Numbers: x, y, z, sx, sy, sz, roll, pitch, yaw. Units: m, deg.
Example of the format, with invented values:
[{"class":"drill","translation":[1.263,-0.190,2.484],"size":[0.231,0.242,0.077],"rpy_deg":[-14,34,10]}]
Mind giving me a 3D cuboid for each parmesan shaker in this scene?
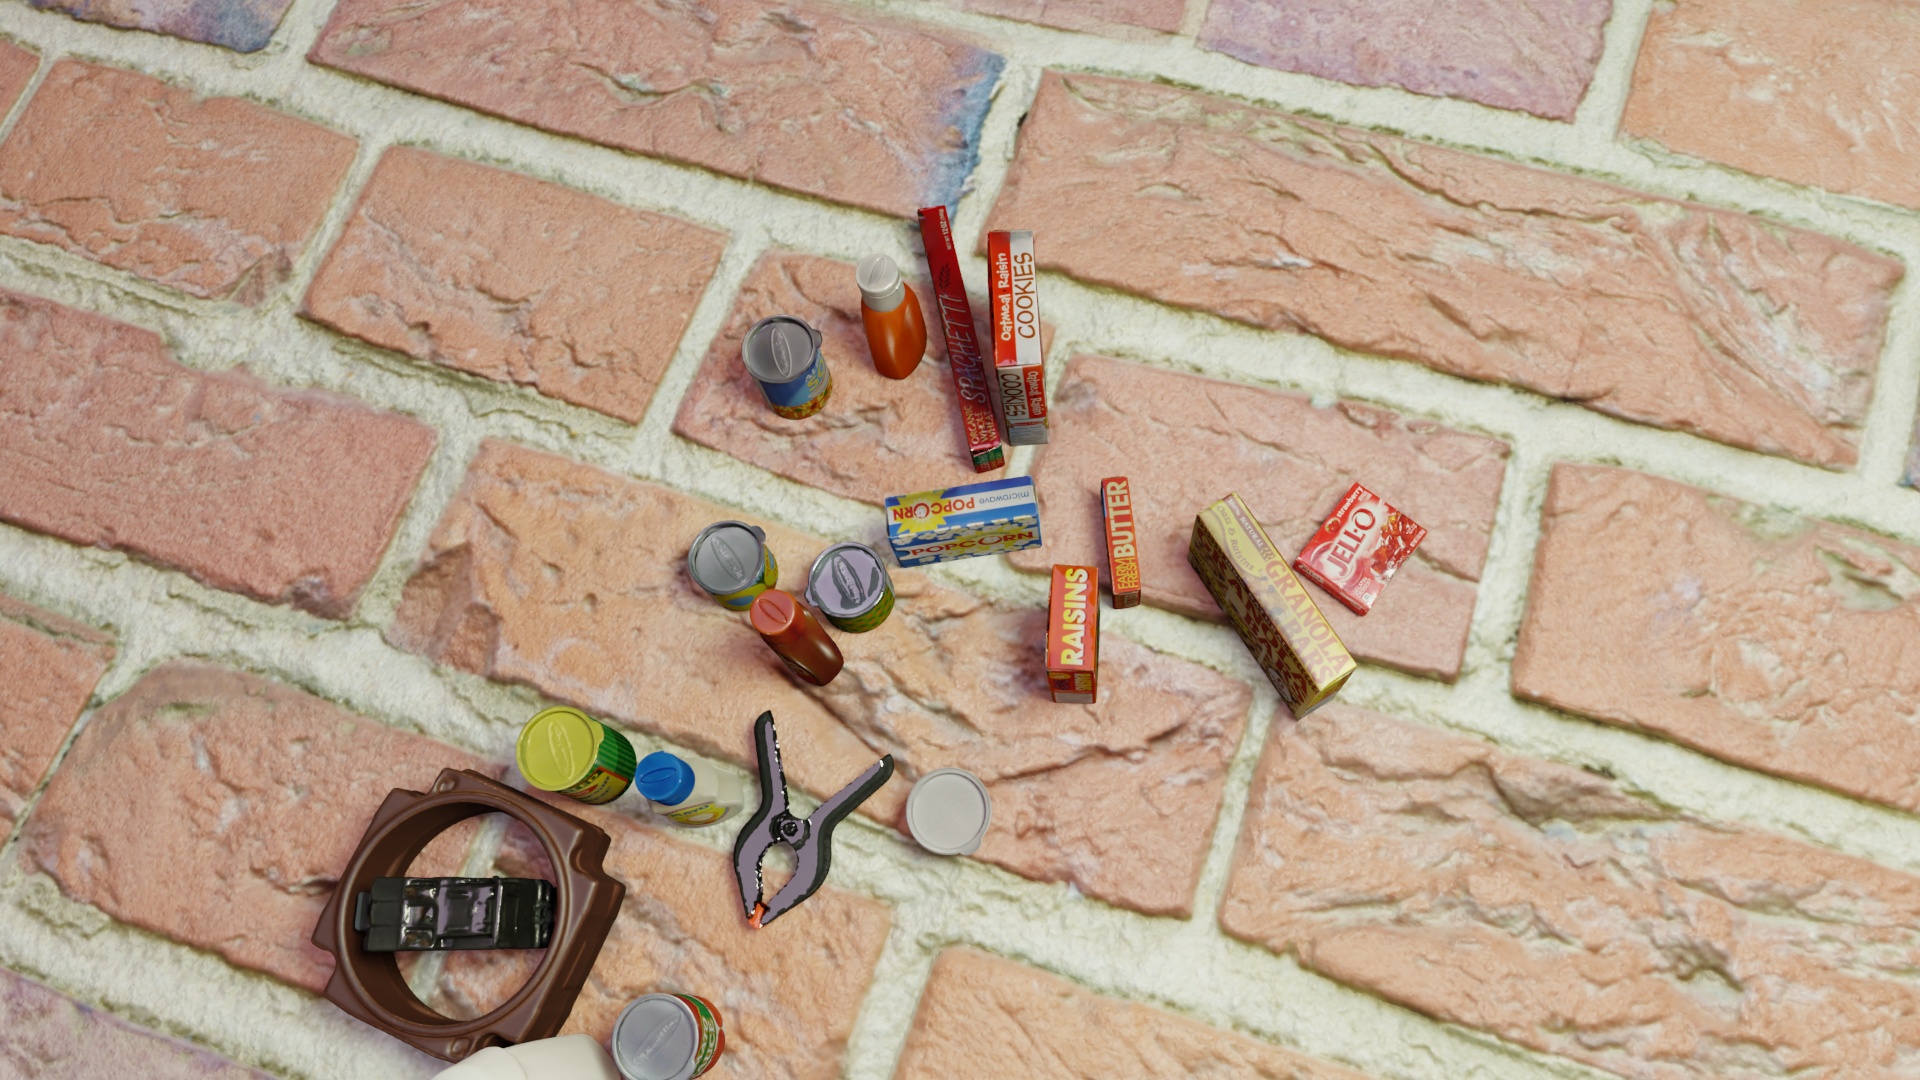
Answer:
[{"class":"parmesan shaker","translation":[-0.307,0.176,1.130],"size":[0.071,0.103,0.071],"rpy_deg":[-2,72,5]}]

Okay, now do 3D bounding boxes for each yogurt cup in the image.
[{"class":"yogurt cup","translation":[-0.007,0.219,1.112],"size":[0.072,0.053,0.072],"rpy_deg":[-2,72,5]}]

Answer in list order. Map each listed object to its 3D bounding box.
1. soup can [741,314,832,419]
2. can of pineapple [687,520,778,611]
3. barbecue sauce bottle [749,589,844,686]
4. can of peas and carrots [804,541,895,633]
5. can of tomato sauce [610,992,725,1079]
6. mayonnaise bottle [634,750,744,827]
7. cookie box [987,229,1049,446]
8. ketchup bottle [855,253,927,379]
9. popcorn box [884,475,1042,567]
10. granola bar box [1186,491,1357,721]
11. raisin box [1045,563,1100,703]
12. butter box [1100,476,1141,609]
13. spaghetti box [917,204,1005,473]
[{"class":"soup can","translation":[-0.150,-0.153,1.235],"size":[0.071,0.083,0.071],"rpy_deg":[-2,72,5]},{"class":"can of pineapple","translation":[-0.193,0.022,1.194],"size":[0.071,0.057,0.071],"rpy_deg":[-2,72,5]},{"class":"barbecue sauce bottle","translation":[-0.135,0.076,1.123],"size":[0.065,0.148,0.044],"rpy_deg":[38,80,16]},{"class":"can of peas and carrots","translation":[-0.093,0.042,1.177],"size":[0.071,0.058,0.071],"rpy_deg":[-2,72,5]},{"class":"can of tomato sauce","translation":[-0.220,0.382,1.063],"size":[0.071,0.083,0.071],"rpy_deg":[-2,72,5]},{"class":"mayonnaise bottle","translation":[-0.216,0.196,1.091],"size":[0.065,0.147,0.041],"rpy_deg":[-16,71,1]},{"class":"cookie box","translation":[0.049,-0.168,1.176],"size":[0.040,0.167,0.123],"rpy_deg":[-5,72,4]},{"class":"ketchup bottle","translation":[-0.061,-0.197,1.207],"size":[0.043,0.148,0.065],"rpy_deg":[17,75,11]},{"class":"popcorn box","translation":[0.004,-0.015,1.173],"size":[0.127,0.085,0.038],"rpy_deg":[-9,71,3]},{"class":"granola bar box","translation":[0.245,0.054,1.106],"size":[0.039,0.124,0.166],"rpy_deg":[-30,72,-4]},{"class":"raisin box","translation":[0.091,0.077,1.114],"size":[0.040,0.123,0.086],"rpy_deg":[3,72,7]},{"class":"butter box","translation":[0.135,0.002,1.171],"size":[0.024,0.053,0.104],"rpy_deg":[-6,71,4]},{"class":"spaghetti box","translation":[0.000,-0.182,1.248],"size":[0.029,0.050,0.251],"rpy_deg":[-13,71,1]}]
